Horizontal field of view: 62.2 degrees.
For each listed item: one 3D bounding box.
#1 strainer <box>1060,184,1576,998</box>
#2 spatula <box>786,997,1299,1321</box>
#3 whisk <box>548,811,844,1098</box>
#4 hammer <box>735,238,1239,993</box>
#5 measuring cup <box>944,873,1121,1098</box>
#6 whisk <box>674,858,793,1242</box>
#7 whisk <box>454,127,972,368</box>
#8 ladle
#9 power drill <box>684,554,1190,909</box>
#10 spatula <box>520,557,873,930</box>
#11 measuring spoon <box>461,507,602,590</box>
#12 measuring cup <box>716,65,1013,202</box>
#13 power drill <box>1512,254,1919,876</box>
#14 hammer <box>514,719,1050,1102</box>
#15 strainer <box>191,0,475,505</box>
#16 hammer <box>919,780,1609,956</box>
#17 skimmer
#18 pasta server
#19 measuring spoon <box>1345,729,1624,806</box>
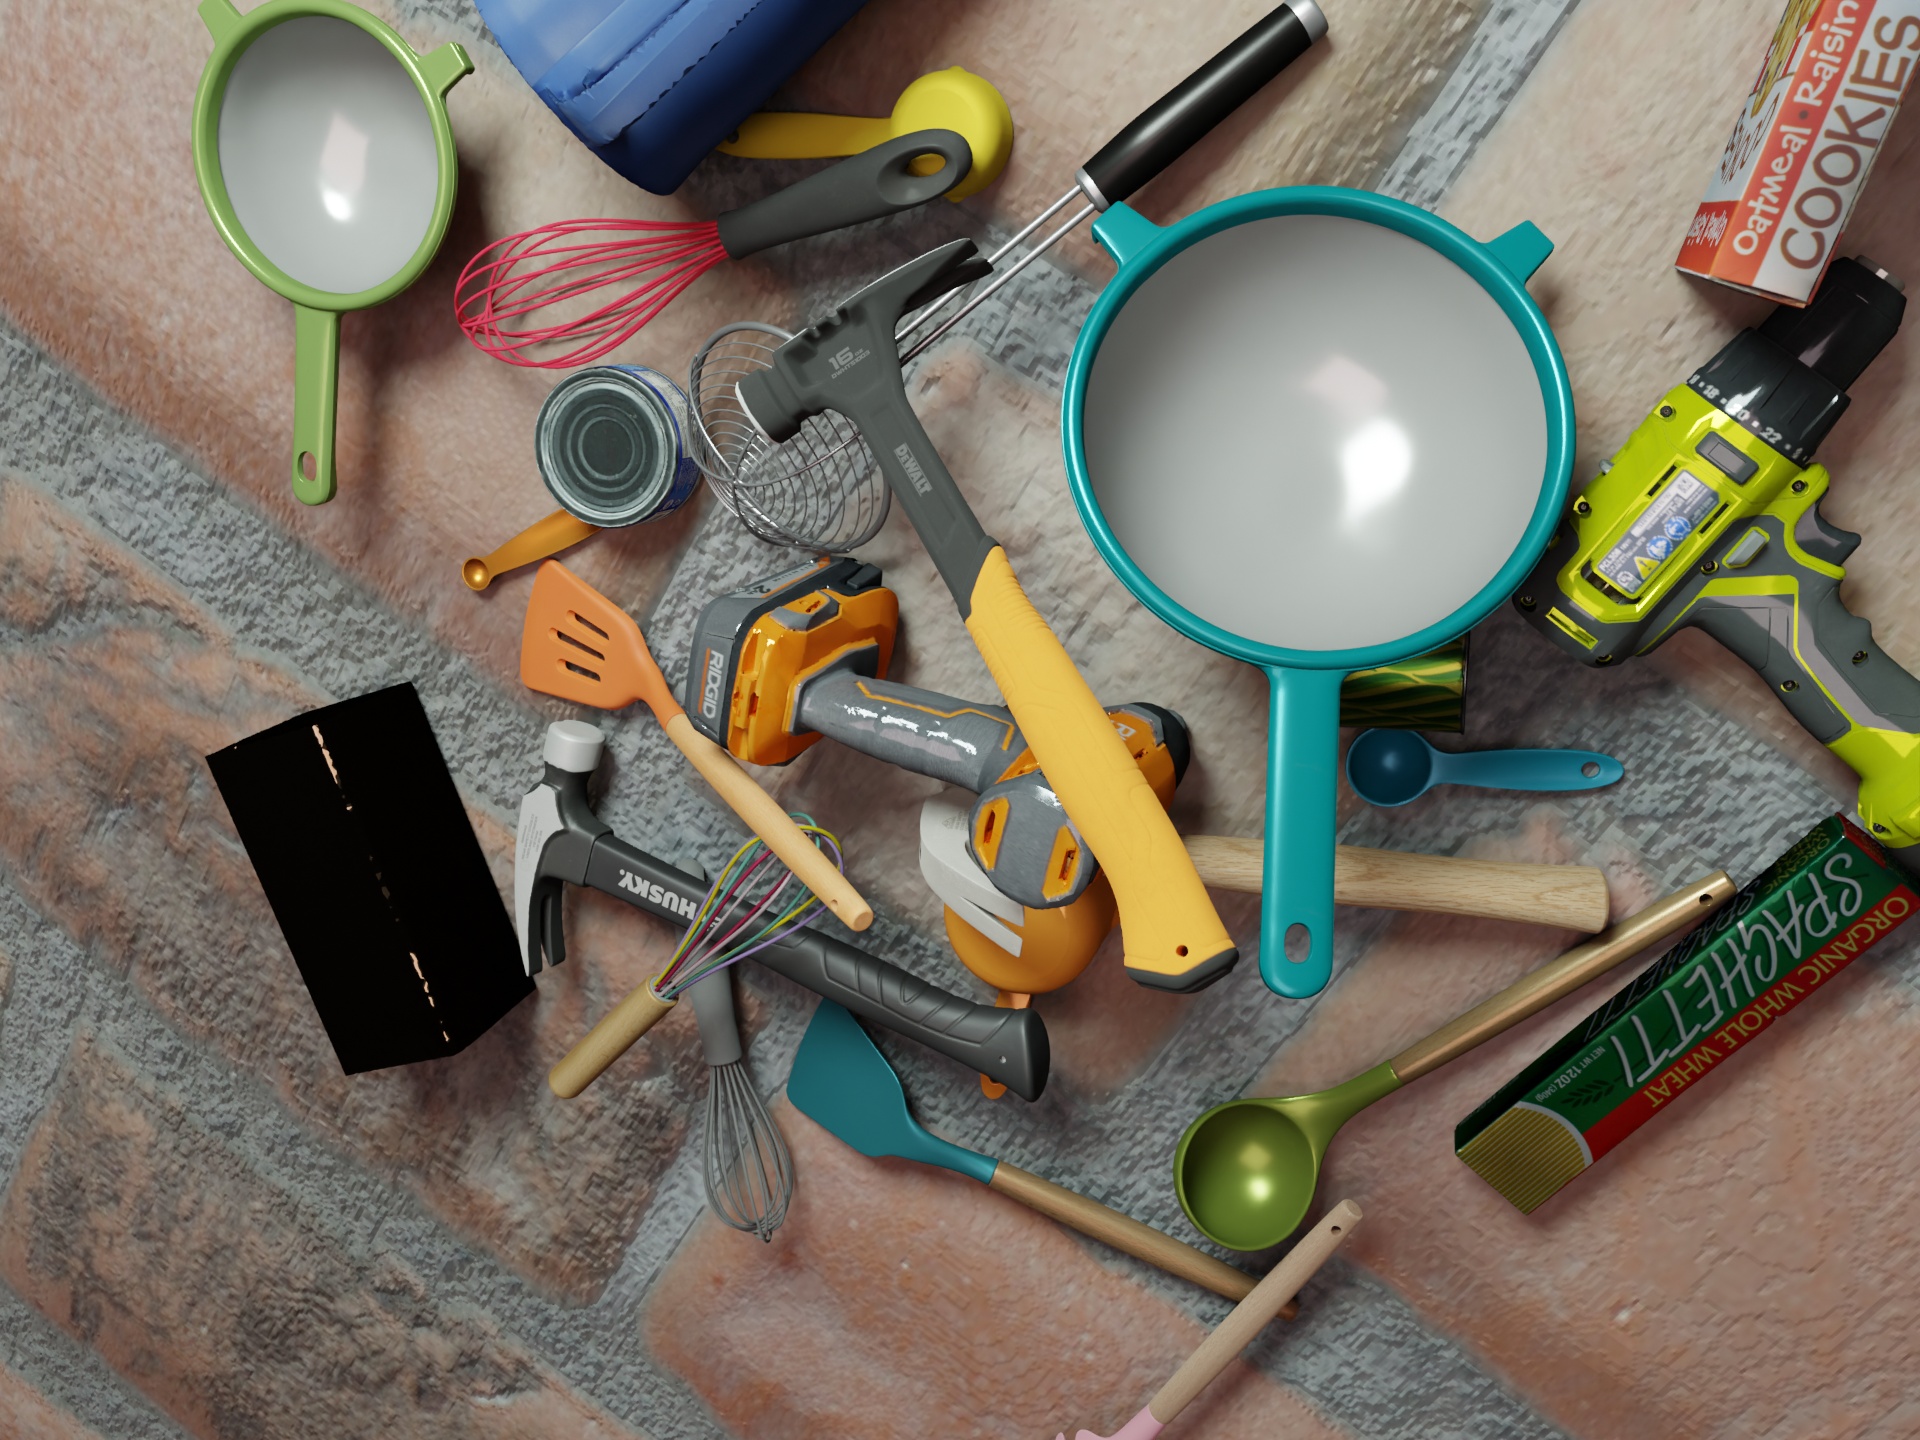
[{"bbox_3d":[0.144,-0.053,0.686,0.211,0.095,0.340,3,81,3],"label":"strainer"},{"bbox_3d":[0.045,0.261,0.908,0.317,0.044,0.082,24,112,5],"label":"spatula"},{"bbox_3d":[-0.149,0.129,0.846,0.245,0.047,0.051,-43,62,25],"label":"whisk"},{"bbox_3d":[0.027,-0.043,0.668,0.127,0.034,0.337,-32,73,12],"label":"hammer"},{"bbox_3d":[0.027,0.140,0.856,0.095,0.052,0.173,16,109,13],"label":"measuring cup"},{"bbox_3d":[-0.138,0.196,0.937,0.055,0.055,0.239,-6,100,20],"label":"whisk"},{"bbox_3d":[-0.129,-0.231,0.777,0.296,0.073,0.073,-11,103,23],"label":"whisk"},{"bbox_3d":[0.241,0.169,0.795,0.320,0.062,0.078,-38,93,22],"label":"ladle"},{"bbox_3d":[-0.001,-0.002,0.778,0.227,0.164,0.084,25,120,22],"label":"power drill"},{"bbox_3d":[-0.142,0.015,0.817,0.323,0.041,0.081,39,121,43],"label":"spatula"},{"bbox_3d":[-0.232,-0.102,0.892,0.117,0.011,0.021,-23,94,20],"label":"measuring spoon"},{"bbox_3d":[-0.054,-0.281,0.761,0.156,0.029,0.062,5,108,14],"label":"measuring cup"},{"bbox_3d":[0.379,-0.059,0.665,0.228,0.080,0.190,39,115,6],"label":"power drill"},{"bbox_3d":[-0.104,0.125,0.868,0.335,0.035,0.146,22,106,19],"label":"hammer"},{"bbox_3d":[-0.323,-0.242,0.843,0.151,0.069,0.256,16,112,11],"label":"strainer"},{"bbox_3d":[0.142,0.072,0.777,0.331,0.130,0.031,5,125,8],"label":"hammer"},{"bbox_3d":[0.015,-0.213,0.762,0.363,0.090,0.127,-36,99,14],"label":"skimmer"},{"bbox_3d":[0.129,0.370,0.898,0.060,0.040,0.316,35,116,5],"label":"pasta server"},{"bbox_3d":[0.251,0.020,0.768,0.128,0.021,0.042,1,107,9],"label":"measuring spoon"}]
